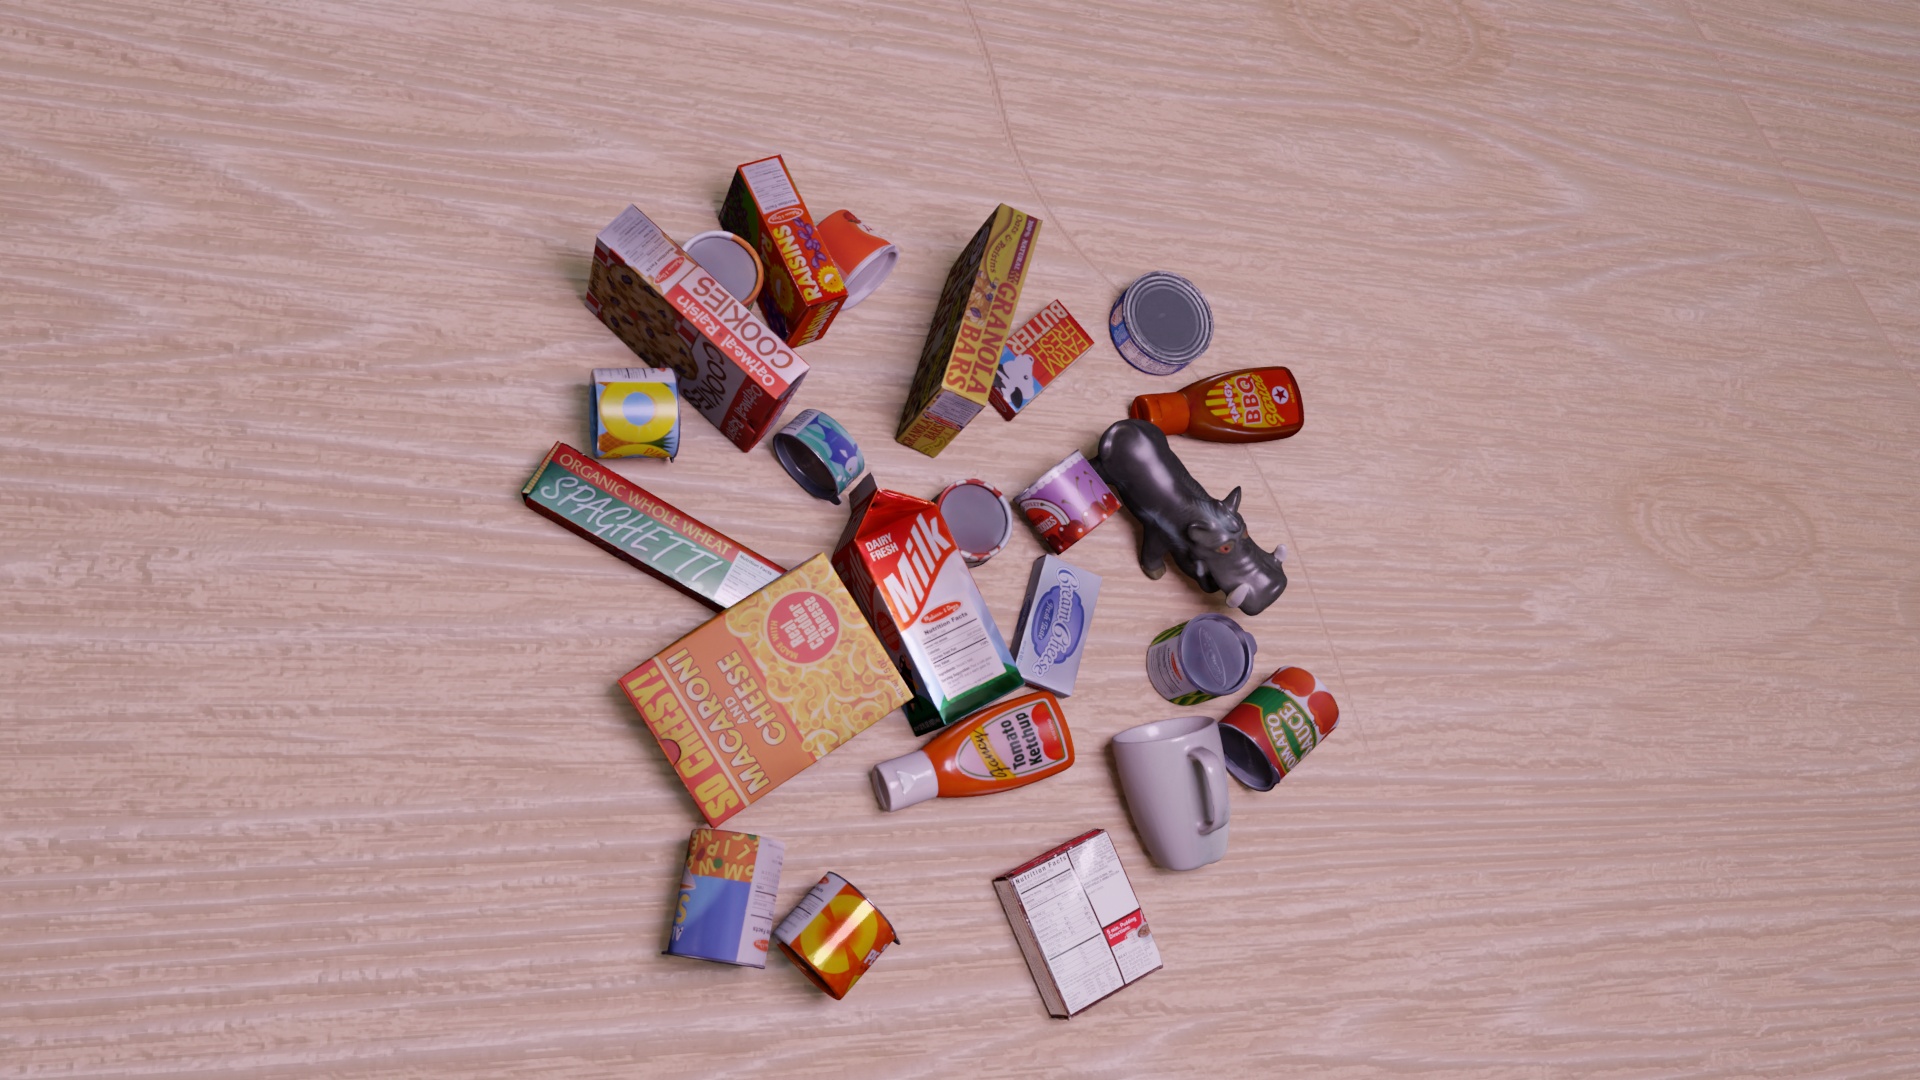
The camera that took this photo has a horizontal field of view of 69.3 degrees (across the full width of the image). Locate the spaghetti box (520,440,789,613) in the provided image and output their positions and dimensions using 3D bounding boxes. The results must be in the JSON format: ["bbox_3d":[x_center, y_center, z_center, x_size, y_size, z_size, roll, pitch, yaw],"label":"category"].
[{"bbox_3d":[-0.195,0.012,1.009,0.250,0.028,0.050,30,67,-9],"label":"spaghetti box"}]

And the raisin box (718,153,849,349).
[{"bbox_3d":[-0.137,-0.219,1.065,0.040,0.086,0.123,-24,84,-25],"label":"raisin box"}]

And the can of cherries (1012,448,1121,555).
[{"bbox_3d":[0.083,-0.028,1.099,0.072,0.071,0.058,-37,89,-24],"label":"can of cherries"}]

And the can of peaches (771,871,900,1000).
[{"bbox_3d":[-0.085,0.273,0.953,0.071,0.071,0.058,47,66,-2],"label":"can of peaches"}]

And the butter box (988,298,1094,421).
[{"bbox_3d":[0.059,-0.150,1.149,0.104,0.024,0.053,-43,92,-24],"label":"butter box"}]

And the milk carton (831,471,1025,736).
[{"bbox_3d":[-0.035,0.042,1.035,0.074,0.072,0.190,-24,85,-24],"label":"milk carton"}]

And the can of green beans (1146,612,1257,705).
[{"bbox_3d":[0.190,0.096,1.107,0.071,0.057,0.071,5,73,-18],"label":"can of green beans"}]

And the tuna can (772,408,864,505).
[{"bbox_3d":[-0.104,-0.063,1.043,0.071,0.071,0.033,45,65,-3],"label":"tuna can"}]

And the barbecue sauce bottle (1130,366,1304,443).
[{"bbox_3d":[0.218,-0.112,1.185,0.149,0.043,0.065,-7,77,-21],"label":"barbecue sauce bottle"}]

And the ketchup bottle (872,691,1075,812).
[{"bbox_3d":[0.009,0.162,1.031,0.149,0.043,0.065,-16,81,-22],"label":"ketchup bottle"}]

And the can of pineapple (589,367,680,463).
[{"bbox_3d":[-0.236,-0.090,1.004,0.058,0.070,0.071,-2,76,-20],"label":"can of pineapple"}]

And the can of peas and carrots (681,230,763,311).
[{"bbox_3d":[-0.185,-0.192,1.055,0.071,0.058,0.071,5,74,-18],"label":"can of peas and carrots"}]

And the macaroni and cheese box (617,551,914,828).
[{"bbox_3d":[-0.136,0.103,0.975,0.167,0.040,0.123,-33,93,-13],"label":"macaroni and cheese box"}]

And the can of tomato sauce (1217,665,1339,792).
[{"bbox_3d":[0.252,0.149,1.107,0.083,0.071,0.071,-36,89,-25],"label":"can of tomato sauce"}]

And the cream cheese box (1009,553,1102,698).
[{"bbox_3d":[0.073,0.068,1.092,0.053,0.024,0.104,22,69,-14],"label":"cream cheese box"}]

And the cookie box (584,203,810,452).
[{"bbox_3d":[-0.194,-0.147,1.004,0.167,0.122,0.040,43,67,-4],"label":"cookie box"}]

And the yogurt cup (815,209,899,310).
[{"bbox_3d":[-0.090,-0.223,1.097,0.054,0.072,0.073,46,65,6],"label":"yogurt cup"}]

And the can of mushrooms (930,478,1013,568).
[{"bbox_3d":[0.004,-0.014,1.085,0.071,0.033,0.071,5,74,-19],"label":"can of mushrooms"}]

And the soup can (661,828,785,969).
[{"bbox_3d":[-0.160,0.241,0.937,0.071,0.071,0.084,13,70,-16],"label":"soup can"}]

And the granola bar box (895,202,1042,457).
[{"bbox_3d":[0.004,-0.161,1.078,0.039,0.124,0.166,22,69,-13],"label":"granola bar box"}]
